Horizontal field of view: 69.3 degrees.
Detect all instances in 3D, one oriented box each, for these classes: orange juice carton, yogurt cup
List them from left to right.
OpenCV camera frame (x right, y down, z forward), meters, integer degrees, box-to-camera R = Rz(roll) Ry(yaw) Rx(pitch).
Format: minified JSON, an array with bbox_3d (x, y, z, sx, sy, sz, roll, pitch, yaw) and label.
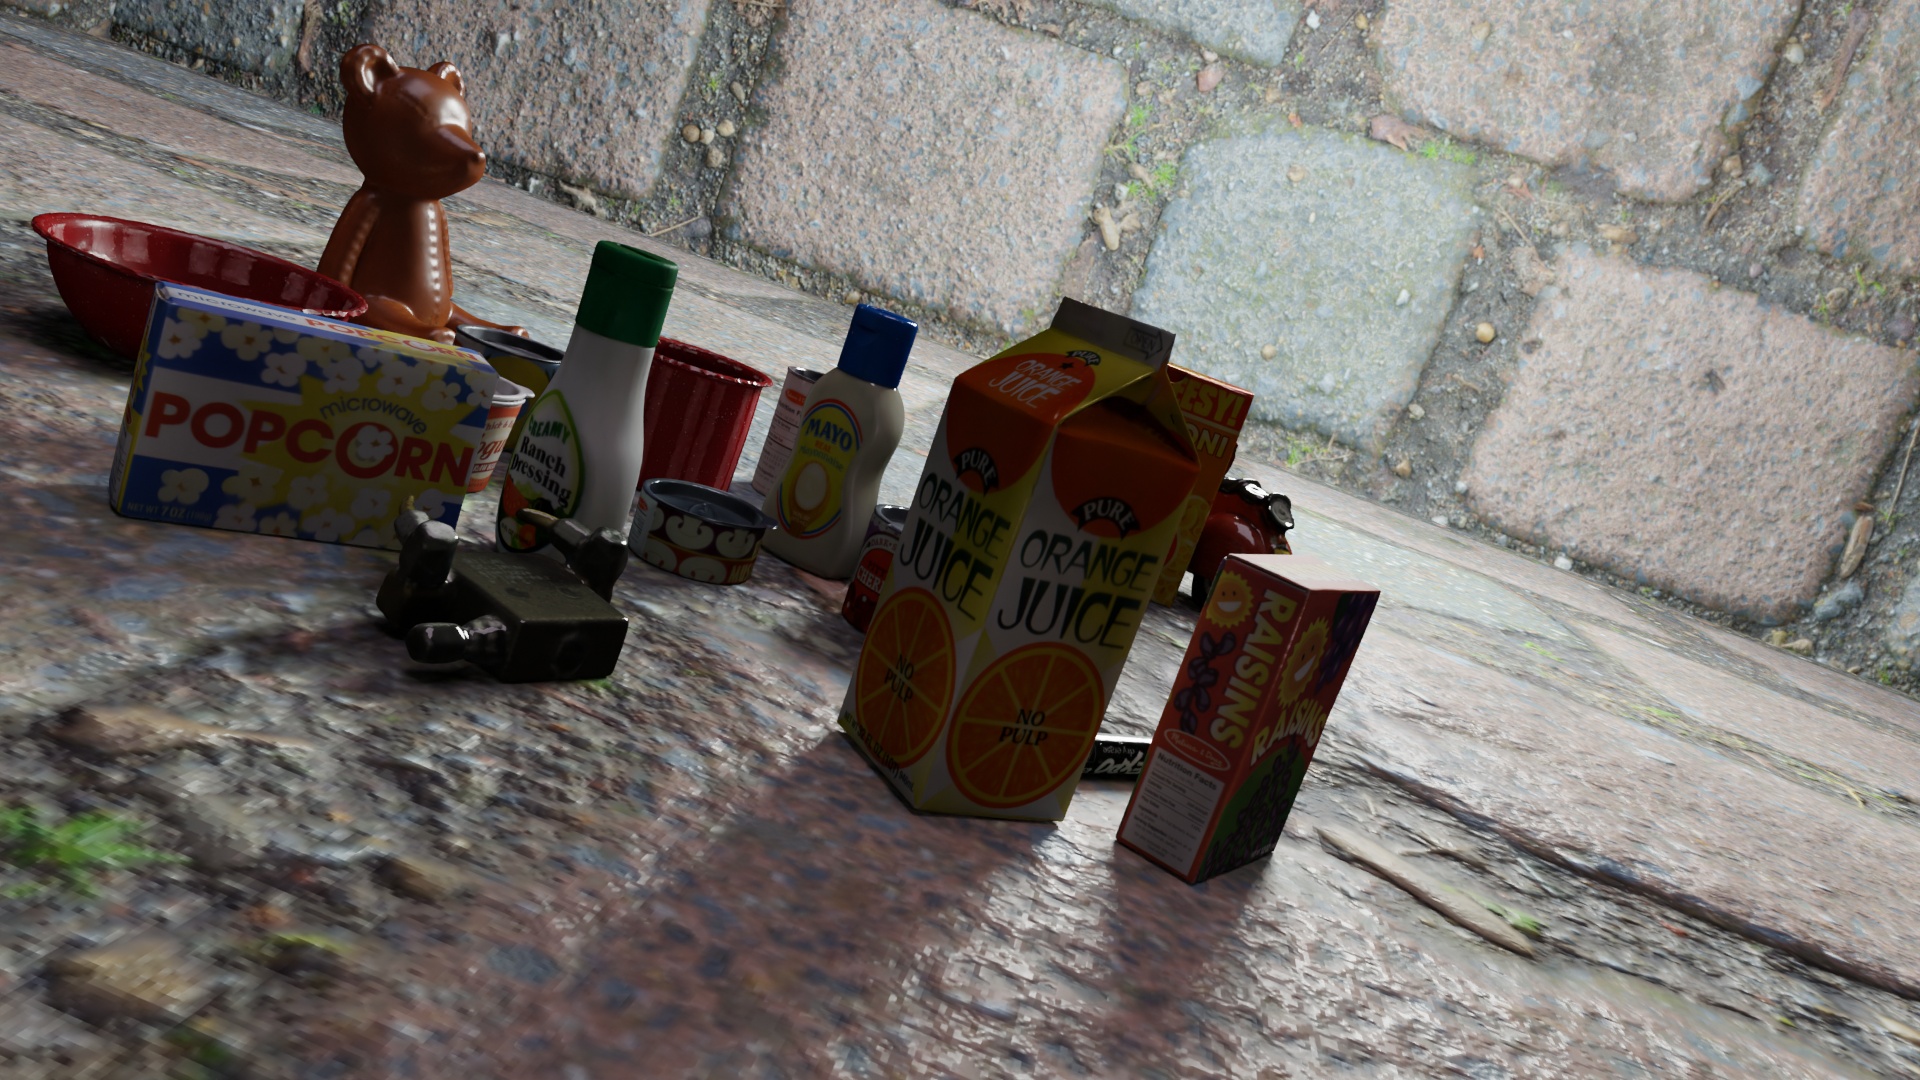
[{"bbox_3d":[-0.259,-0.058,0.697,0.072,0.053,0.072,19,11,-4],"label":"yogurt cup"},{"bbox_3d":[0.026,0.004,0.530,0.073,0.192,0.072,12,13,-34],"label":"orange juice carton"}]

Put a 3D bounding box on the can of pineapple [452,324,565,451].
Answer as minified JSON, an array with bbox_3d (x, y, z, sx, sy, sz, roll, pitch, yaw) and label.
[{"bbox_3d":[-0.267,-0.088,0.814,0.071,0.057,0.071,19,11,-4],"label":"can of pineapple"}]

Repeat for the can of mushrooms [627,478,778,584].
[{"bbox_3d":[-0.132,-0.004,0.708,0.071,0.033,0.071,19,11,-4],"label":"can of mushrooms"}]

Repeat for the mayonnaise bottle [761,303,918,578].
[{"bbox_3d":[-0.064,-0.056,0.774,0.065,0.147,0.041,25,12,25],"label":"mayonnaise bottle"}]

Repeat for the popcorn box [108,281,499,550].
[{"bbox_3d":[-0.261,-0.046,0.558,0.127,0.085,0.038,10,14,-40],"label":"popcorn box"}]

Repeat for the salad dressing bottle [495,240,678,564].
[{"bbox_3d":[-0.163,-0.057,0.616,0.064,0.147,0.044,27,13,35],"label":"salad dressing bottle"}]

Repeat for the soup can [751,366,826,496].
[{"bbox_3d":[-0.095,-0.066,0.931,0.071,0.083,0.071,19,11,-4],"label":"soup can"}]

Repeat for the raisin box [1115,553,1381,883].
[{"bbox_3d":[0.117,0.068,0.558,0.040,0.123,0.086,27,13,33],"label":"raisin box"}]

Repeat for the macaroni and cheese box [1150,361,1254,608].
[{"bbox_3d":[0.127,-0.051,1.017,0.124,0.166,0.040,21,11,6],"label":"macaroni and cheese box"}]

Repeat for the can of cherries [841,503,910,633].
[{"bbox_3d":[-0.024,0.020,0.713,0.071,0.058,0.071,19,11,-4],"label":"can of cherries"}]
